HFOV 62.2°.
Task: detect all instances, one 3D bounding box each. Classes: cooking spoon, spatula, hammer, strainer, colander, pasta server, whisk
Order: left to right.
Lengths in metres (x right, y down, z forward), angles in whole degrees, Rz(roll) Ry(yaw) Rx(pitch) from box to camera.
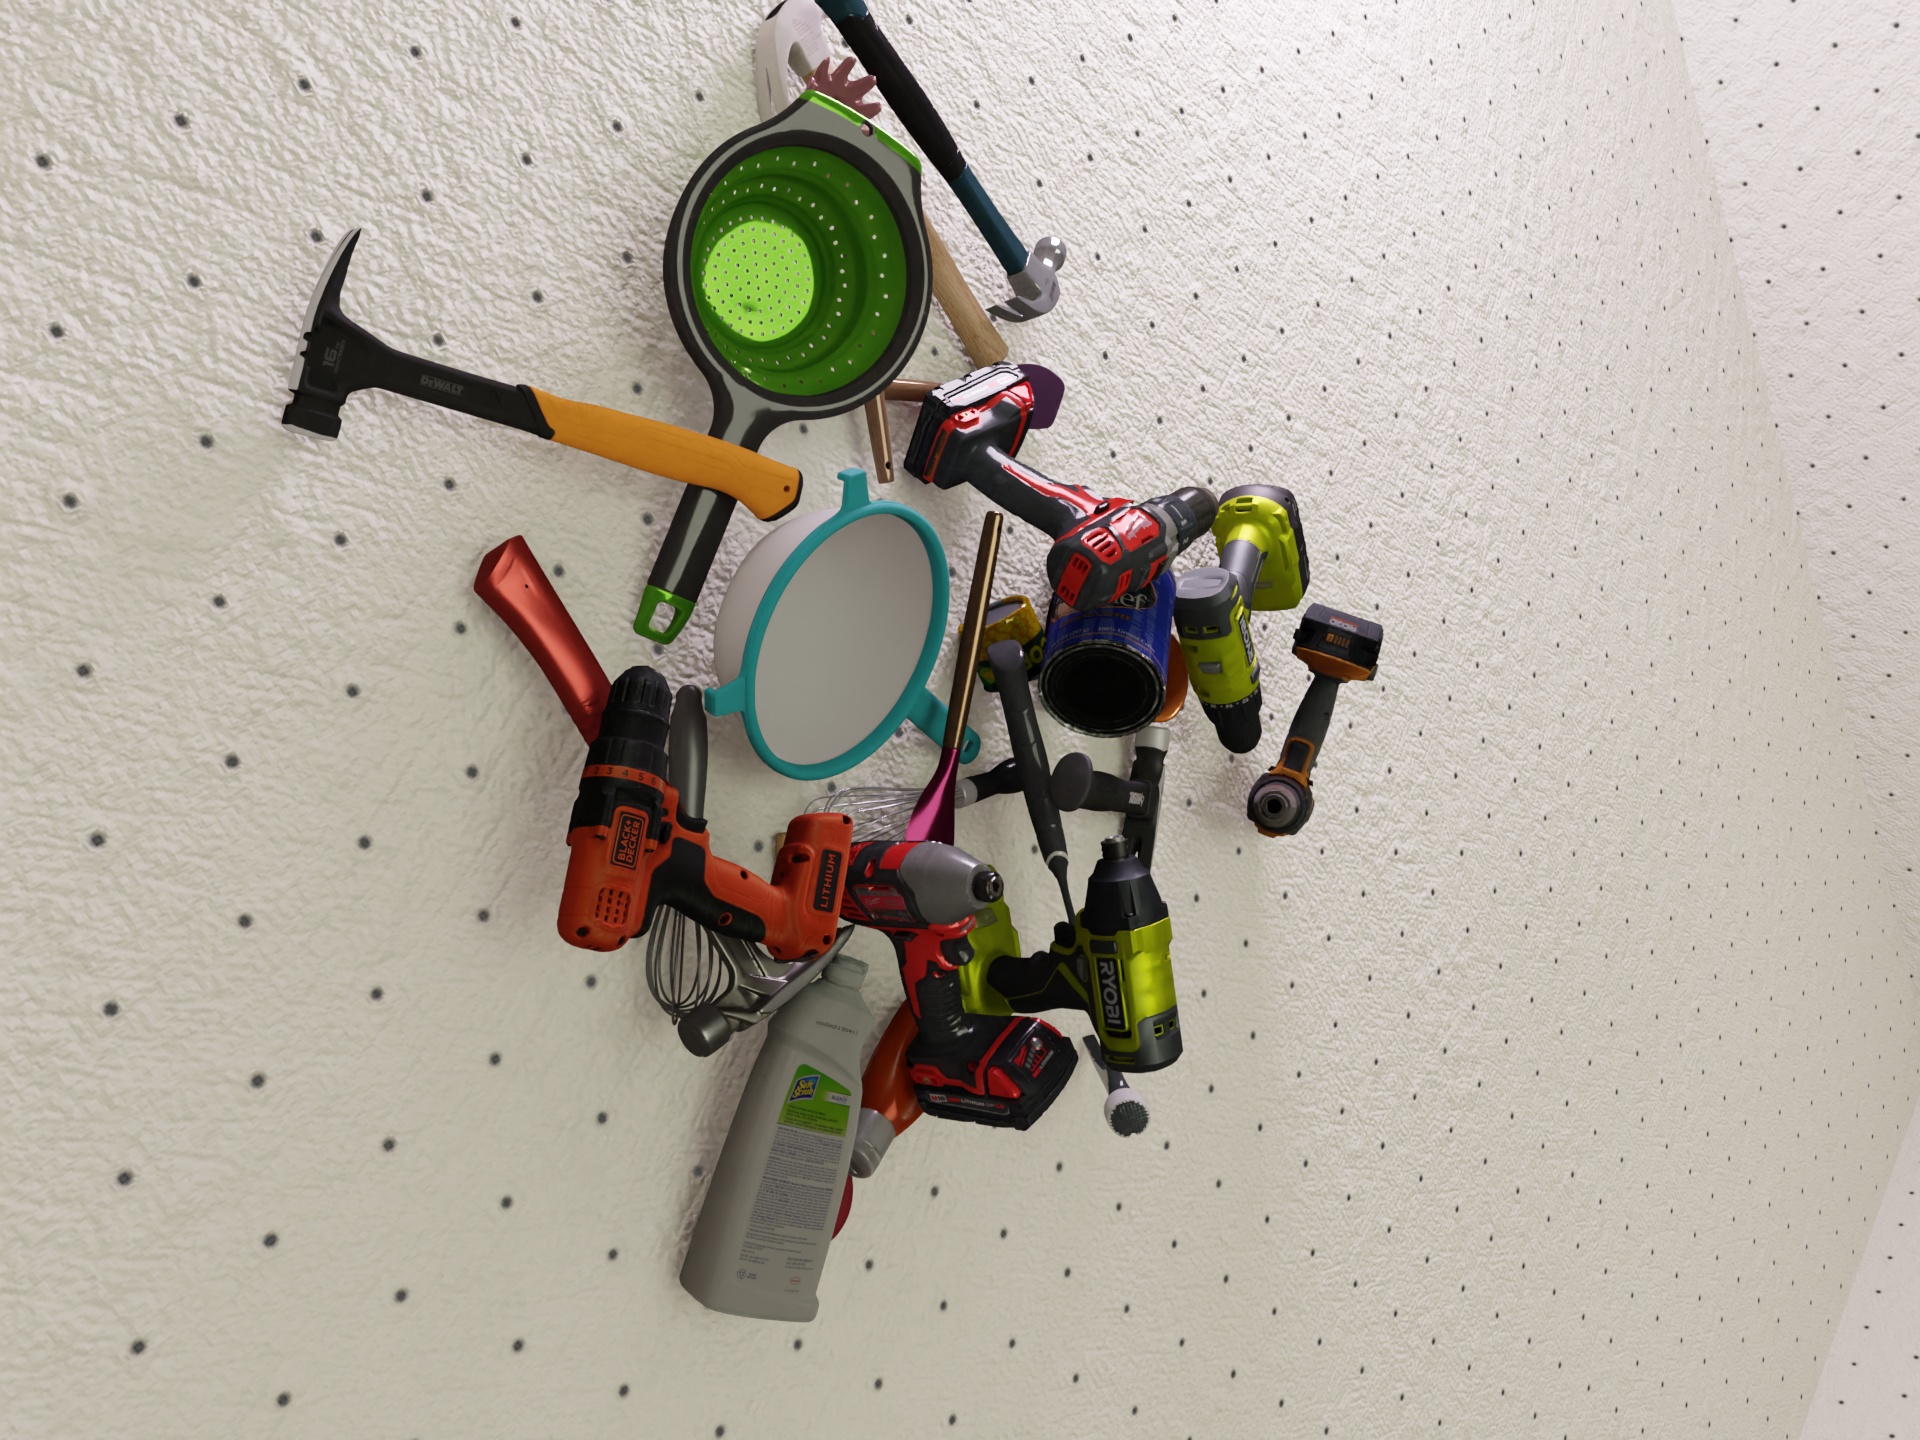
[{"bbox_3d":[-0.251,-0.201,1.029,0.336,0.034,0.127,14,94,-33],"label":"hammer"},{"bbox_3d":[-0.208,0.037,1.065,0.149,0.037,0.359,-37,102,-41],"label":"hammer"},{"bbox_3d":[-0.193,0.092,1.113,0.055,0.055,0.239,8,77,-44],"label":"whisk"},{"bbox_3d":[-0.160,-0.247,1.151,0.204,0.095,0.397,23,89,-33],"label":"colander"},{"bbox_3d":[-0.084,-0.047,1.208,0.211,0.095,0.340,-60,149,-7],"label":"strainer"},{"bbox_3d":[-0.077,-0.341,1.226,0.060,0.040,0.316,-14,102,-29],"label":"pasta server"},{"bbox_3d":[-0.056,-0.426,1.292,0.331,0.031,0.130,55,53,-27],"label":"hammer"},{"bbox_3d":[-0.026,-0.273,1.314,0.315,0.018,0.059,-7,124,-42],"label":"spatula"},{"bbox_3d":[-0.019,0.065,1.278,0.284,0.070,0.070,-17,99,-48],"label":"whisk"},{"bbox_3d":[-0.011,-0.460,1.298,0.330,0.033,0.128,47,43,-38],"label":"hammer"},{"bbox_3d":[-0.002,-0.004,1.226,0.068,0.017,0.319,8,92,-56],"label":"cooking spoon"},{"bbox_3d":[0.085,0.131,1.319,0.036,0.149,0.409,-15,101,-1],"label":"hammer"},{"bbox_3d":[0.126,0.067,1.325,0.334,0.035,0.146,15,83,-73],"label":"hammer"}]

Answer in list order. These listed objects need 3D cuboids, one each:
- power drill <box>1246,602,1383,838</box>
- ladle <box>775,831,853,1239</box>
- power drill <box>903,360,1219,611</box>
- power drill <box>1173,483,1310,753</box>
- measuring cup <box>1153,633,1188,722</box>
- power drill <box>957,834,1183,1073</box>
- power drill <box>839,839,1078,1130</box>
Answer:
[{"bbox_3d":[0.334,0.006,1.529,0.185,0.084,0.226,5,105,-75],"label":"power drill"},{"bbox_3d":[-0.117,0.241,1.191,0.069,0.031,0.315,-5,89,-45],"label":"ladle"},{"bbox_3d":[0.087,-0.193,1.290,0.227,0.080,0.188,41,47,19],"label":"power drill"},{"bbox_3d":[0.269,-0.100,1.513,0.229,0.080,0.190,-61,141,-43],"label":"power drill"},{"bbox_3d":[0.148,-0.078,1.453,0.095,0.052,0.173,-35,109,-40],"label":"measuring cup"},{"bbox_3d":[0.067,0.174,1.234,0.080,0.223,0.171,-12,95,-44],"label":"power drill"},{"bbox_3d":[-0.002,0.184,1.148,0.078,0.143,0.219,-44,120,-43],"label":"power drill"}]
